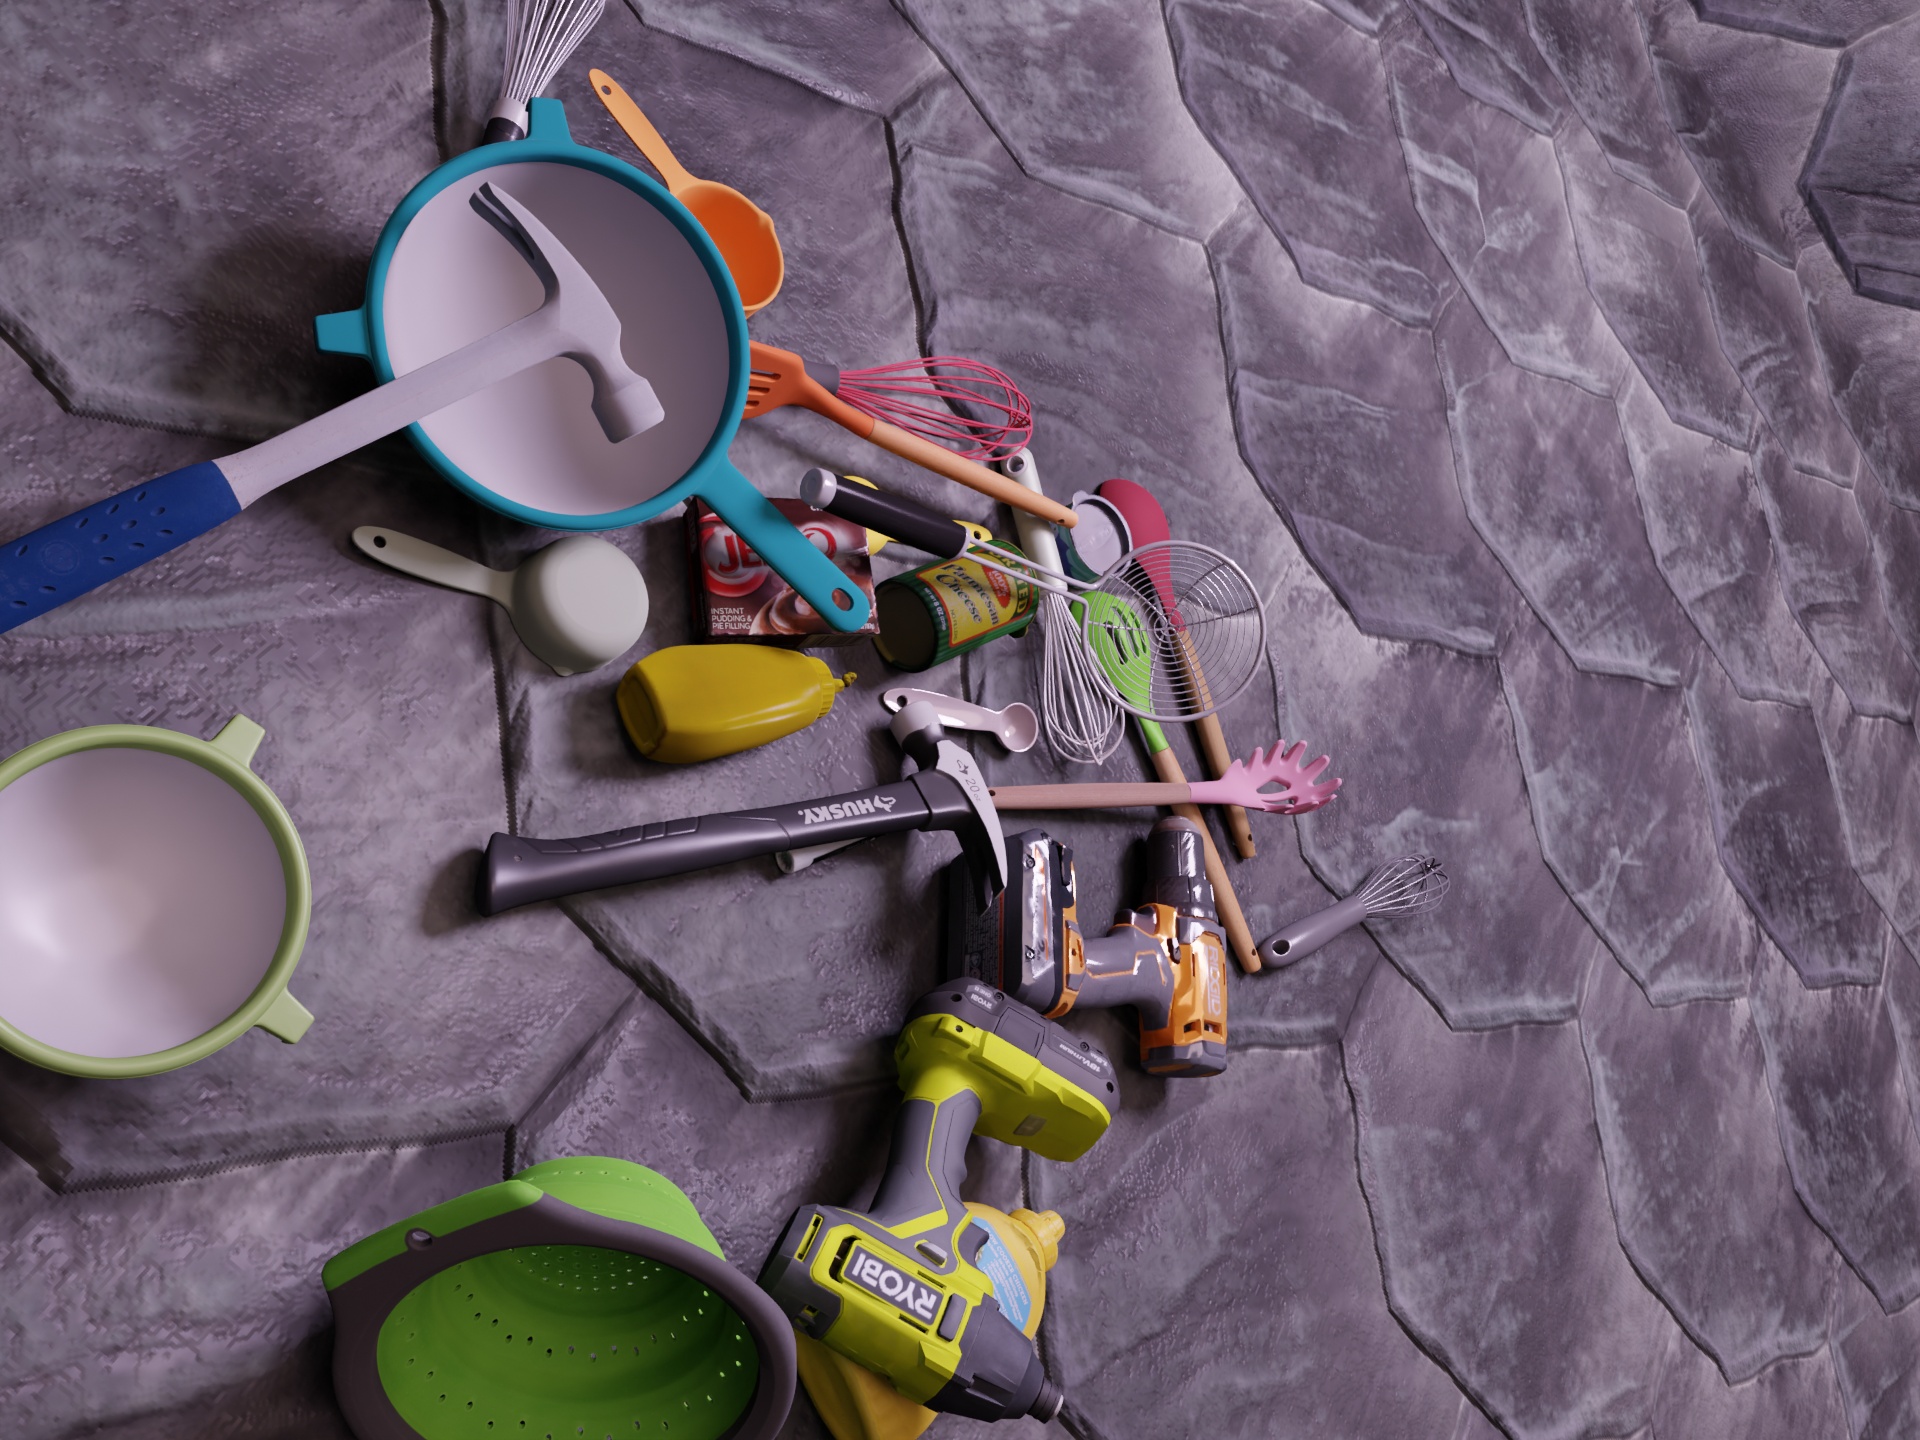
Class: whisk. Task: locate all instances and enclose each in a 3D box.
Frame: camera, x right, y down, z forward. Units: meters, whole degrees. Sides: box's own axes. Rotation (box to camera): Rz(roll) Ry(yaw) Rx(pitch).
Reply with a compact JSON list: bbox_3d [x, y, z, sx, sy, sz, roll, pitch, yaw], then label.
[{"bbox_3d":[-0.070,-0.224,1.073,0.295,0.073,0.073,4,73,-33],"label":"whisk"},{"bbox_3d":[-0.266,-0.390,0.964,0.070,0.070,0.285,25,65,-32],"label":"whisk"},{"bbox_3d":[0.068,-0.085,1.154,0.059,0.058,0.246,26,49,-73],"label":"whisk"},{"bbox_3d":[0.318,0.156,1.282,0.239,0.055,0.055,-18,87,-38],"label":"whisk"}]

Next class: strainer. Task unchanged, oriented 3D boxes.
[{"bbox_3d":[-0.410,0.087,0.662,0.256,0.069,0.151,-8,83,-41],"label":"strainer"},{"bbox_3d":[-0.190,-0.166,0.918,0.340,0.095,0.211,44,67,-24],"label":"strainer"}]

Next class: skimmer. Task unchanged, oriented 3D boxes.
[{"bbox_3d":[0.057,-0.087,1.016,0.363,0.090,0.127,16,104,-44],"label":"skimmer"}]

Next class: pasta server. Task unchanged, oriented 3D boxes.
[{"bbox_3d":[0.144,0.048,1.146,0.316,0.040,0.060,0,51,-31],"label":"pasta server"}]

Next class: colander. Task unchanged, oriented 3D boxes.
[{"bbox_3d":[-0.143,0.337,0.788,0.396,0.204,0.095,60,11,-28],"label":"colander"}]

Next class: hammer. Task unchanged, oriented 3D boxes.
[{"bbox_3d":[-0.118,0.070,0.920,0.334,0.035,0.146,-8,57,-38],"label":"hammer"},{"bbox_3d":[-0.339,-0.121,0.749,0.405,0.035,0.144,-35,106,-27],"label":"hammer"}]

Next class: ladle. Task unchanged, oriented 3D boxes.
[{"bbox_3d":[0.176,-0.043,1.240,0.069,0.031,0.315,-16,88,-48],"label":"ladle"}]

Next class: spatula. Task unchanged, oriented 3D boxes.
[{"bbox_3d":[-0.041,-0.179,1.057,0.322,0.081,0.041,18,46,-35],"label":"spatula"}]

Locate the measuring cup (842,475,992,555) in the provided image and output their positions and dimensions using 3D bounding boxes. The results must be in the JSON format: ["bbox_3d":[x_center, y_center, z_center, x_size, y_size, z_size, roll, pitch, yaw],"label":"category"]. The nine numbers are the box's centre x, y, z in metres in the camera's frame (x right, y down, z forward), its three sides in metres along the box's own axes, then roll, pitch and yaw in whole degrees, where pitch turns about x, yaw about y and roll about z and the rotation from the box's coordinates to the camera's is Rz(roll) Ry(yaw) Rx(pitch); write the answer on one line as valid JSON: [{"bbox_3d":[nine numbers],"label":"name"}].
[{"bbox_3d":[-0.033,-0.135,1.087,0.156,0.029,0.062,0,75,-38],"label":"measuring cup"}]

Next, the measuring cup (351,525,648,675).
[{"bbox_3d":[-0.248,-0.080,0.878,0.167,0.038,0.083,19,64,-37],"label":"measuring cup"}]

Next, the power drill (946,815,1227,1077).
[{"bbox_3d":[0.098,0.136,1.077,0.226,0.084,0.185,21,60,-38],"label":"power drill"}]

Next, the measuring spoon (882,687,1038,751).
[{"bbox_3d":[-0.002,-0.003,1.084,0.124,0.018,0.034,13,80,-30],"label":"measuring spoon"}]

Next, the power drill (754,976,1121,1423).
[{"bbox_3d":[0.004,0.271,0.899,0.171,0.080,0.223,30,43,-1],"label":"power drill"}]

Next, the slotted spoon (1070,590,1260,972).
[{"bbox_3d":[0.162,0.045,1.197,0.070,0.031,0.314,-26,94,-42],"label":"slotted spoon"}]

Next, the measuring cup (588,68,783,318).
[{"bbox_3d":[-0.188,-0.325,1.008,0.173,0.052,0.095,53,49,-11],"label":"measuring cup"}]
